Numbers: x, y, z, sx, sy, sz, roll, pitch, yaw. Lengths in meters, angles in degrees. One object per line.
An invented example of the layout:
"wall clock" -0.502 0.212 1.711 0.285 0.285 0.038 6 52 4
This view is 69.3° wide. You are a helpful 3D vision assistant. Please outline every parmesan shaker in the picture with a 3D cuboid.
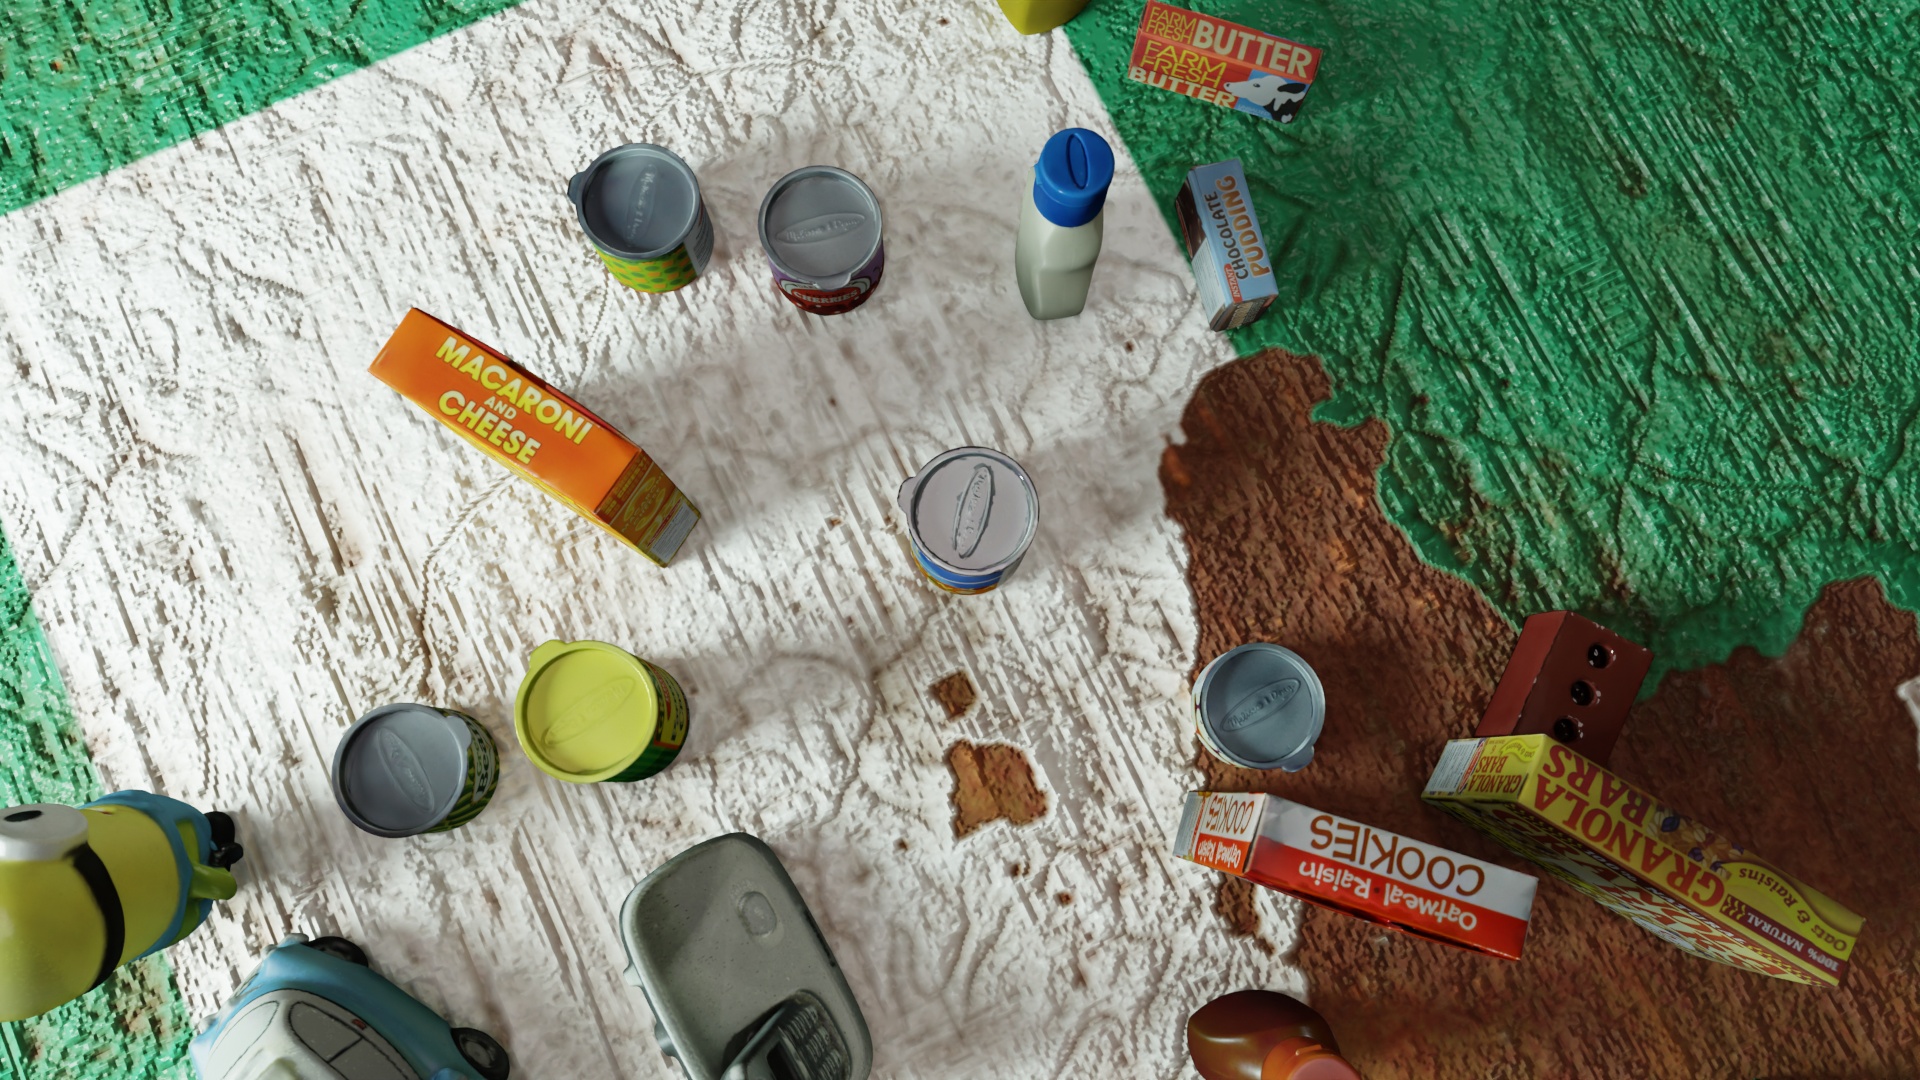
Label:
"parmesan shaker" -0.177 0.085 0.695 0.071 0.103 0.071 0 80 -2

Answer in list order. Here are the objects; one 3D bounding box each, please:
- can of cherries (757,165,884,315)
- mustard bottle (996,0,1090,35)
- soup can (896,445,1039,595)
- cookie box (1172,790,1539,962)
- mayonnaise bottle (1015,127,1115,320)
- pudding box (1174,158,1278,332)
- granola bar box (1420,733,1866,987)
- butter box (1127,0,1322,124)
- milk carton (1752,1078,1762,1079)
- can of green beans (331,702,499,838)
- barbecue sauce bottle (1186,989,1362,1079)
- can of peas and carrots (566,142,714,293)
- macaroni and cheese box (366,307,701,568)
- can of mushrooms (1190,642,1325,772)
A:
"can of cherries" -0.075 -0.161 0.766 0.071 0.058 0.071 0 80 -2
"mustard bottle" 0.051 -0.335 0.750 0.065 0.160 0.049 -29 83 -6
"soup can" 0.003 -0.009 0.728 0.071 0.083 0.071 0 80 -2
"cookie box" 0.178 0.156 0.662 0.123 0.167 0.040 17 80 1
"mayonnaise bottle" 0.053 -0.166 0.725 0.041 0.148 0.065 -7 81 -3
"pudding box" 0.148 -0.165 0.779 0.030 0.049 0.084 -14 81 -4
"granola bar box" 0.329 0.156 0.689 0.165 0.124 0.039 30 81 3
"butter box" 0.149 -0.273 0.796 0.103 0.053 0.024 17 80 1
"milk carton" 0.433 0.314 0.631 0.073 0.190 0.072 29 81 3
"can of green beans" -0.276 0.117 0.709 0.071 0.057 0.071 0 80 -2
"barbecue sauce bottle" 0.151 0.246 0.655 0.065 0.148 0.044 -11 81 -4
"can of peas and carrots" -0.175 -0.176 0.765 0.071 0.058 0.071 0 80 -2
"macaroni and cheese box" -0.201 -0.045 0.686 0.124 0.166 0.040 32 81 4
"can of mushrooms" 0.159 0.091 0.741 0.071 0.033 0.071 0 80 -2
